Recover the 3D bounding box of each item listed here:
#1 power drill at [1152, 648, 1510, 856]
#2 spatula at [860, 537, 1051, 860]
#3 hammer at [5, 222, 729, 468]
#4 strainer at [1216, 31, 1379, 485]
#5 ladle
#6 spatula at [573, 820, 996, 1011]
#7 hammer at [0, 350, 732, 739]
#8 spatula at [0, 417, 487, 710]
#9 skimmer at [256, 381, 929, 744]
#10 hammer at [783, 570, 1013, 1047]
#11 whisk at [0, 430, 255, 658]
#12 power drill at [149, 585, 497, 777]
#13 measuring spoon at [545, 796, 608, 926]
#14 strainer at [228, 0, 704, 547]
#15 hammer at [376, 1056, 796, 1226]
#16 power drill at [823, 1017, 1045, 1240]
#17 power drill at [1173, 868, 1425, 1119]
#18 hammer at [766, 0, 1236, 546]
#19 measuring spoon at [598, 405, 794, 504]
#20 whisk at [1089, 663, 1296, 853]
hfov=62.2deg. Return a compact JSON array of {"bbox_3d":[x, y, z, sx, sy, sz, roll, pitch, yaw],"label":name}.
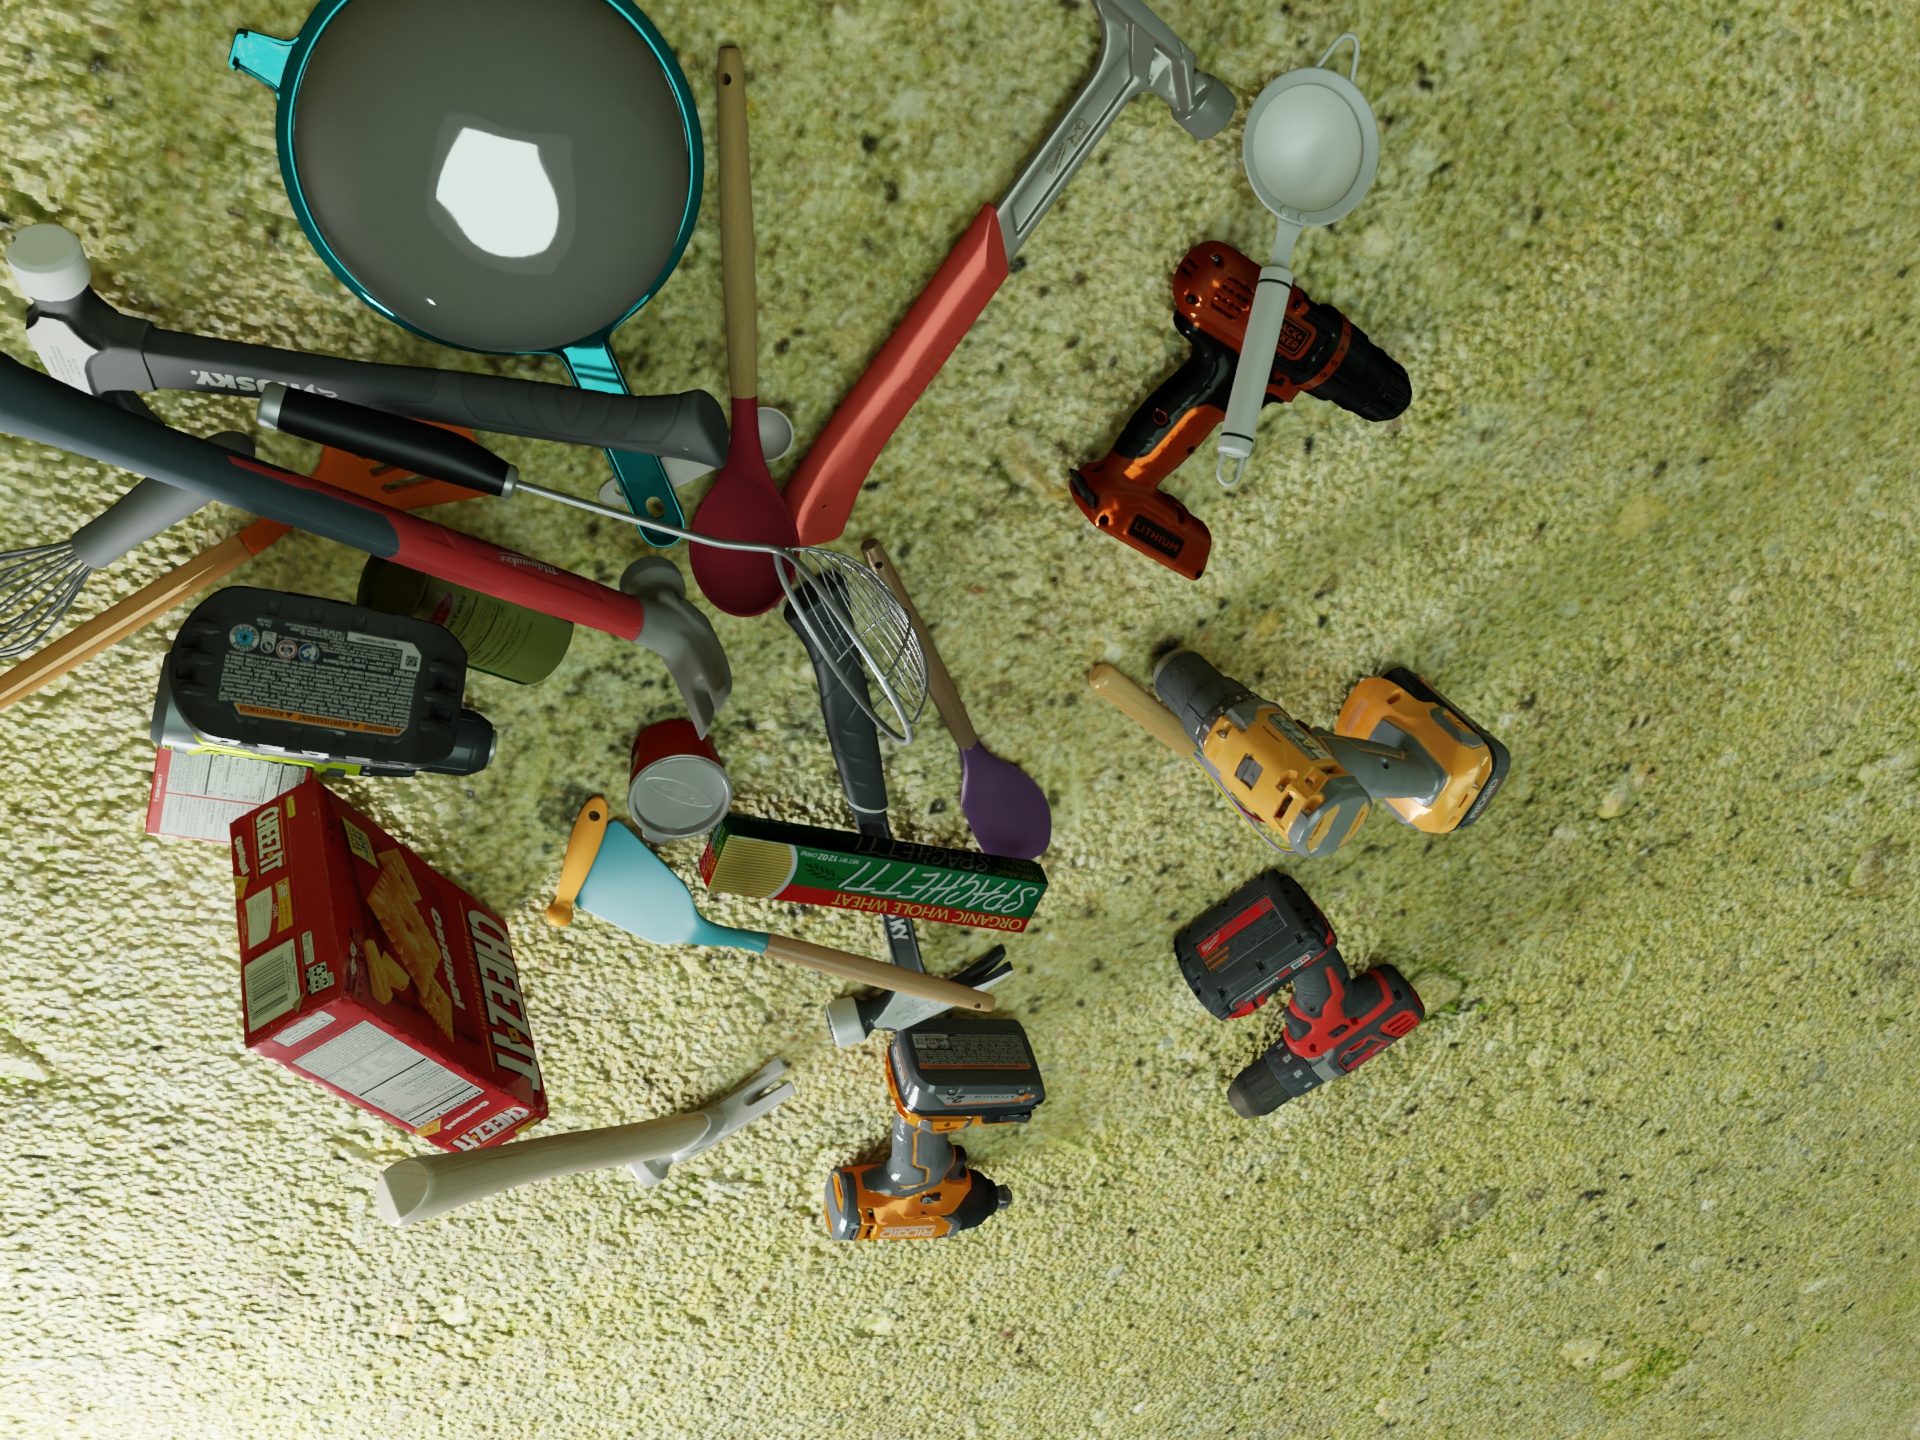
[{"bbox_3d":[0.255,0.012,1.119,0.226,0.186,0.084,-3,128,-39],"label":"power drill"},{"bbox_3d":[-0.002,-0.004,1.099,0.060,0.018,0.315,-26,130,1],"label":"spatula"},{"bbox_3d":[-0.286,-0.164,0.810,0.334,0.035,0.146,7,149,-8],"label":"hammer"},{"bbox_3d":[0.179,-0.259,0.906,0.086,0.050,0.258,14,89,-19],"label":"strainer"},{"bbox_3d":[-0.124,-0.207,0.891,0.069,0.031,0.315,7,119,9],"label":"ladle"},{"bbox_3d":[-0.116,0.157,1.140,0.317,0.044,0.082,20,120,-21],"label":"spatula"},{"bbox_3d":[-0.291,-0.089,0.790,0.386,0.143,0.038,19,115,-37],"label":"hammer"},{"bbox_3d":[-0.413,-0.080,0.874,0.322,0.041,0.080,-35,132,-10],"label":"spatula"},{"bbox_3d":[-0.182,-0.077,0.828,0.363,0.127,0.090,16,91,-18],"label":"skimmer"},{"bbox_3d":[-0.057,0.072,1.127,0.149,0.036,0.408,-16,128,-7],"label":"hammer"},{"bbox_3d":[-0.460,-0.094,0.841,0.239,0.055,0.055,-26,130,20],"label":"whisk"},{"bbox_3d":[-0.343,-0.007,0.881,0.190,0.228,0.080,10,80,-23],"label":"power drill"},{"bbox_3d":[-0.264,0.099,1.092,0.021,0.011,0.116,21,119,-9],"label":"measuring spoon"},{"bbox_3d":[-0.211,-0.218,0.823,0.211,0.095,0.340,-21,126,-2],"label":"strainer"},{"bbox_3d":[-0.246,0.287,1.079,0.146,0.038,0.410,-33,164,8],"label":"hammer"},{"bbox_3d":[-0.009,0.348,1.317,0.164,0.084,0.226,5,127,-22],"label":"power drill"},{"bbox_3d":[0.267,0.241,1.329,0.188,0.080,0.226,-38,130,12],"label":"power drill"},{"bbox_3d":[-0.008,-0.249,0.907,0.149,0.037,0.359,27,113,-31],"label":"hammer"},{"bbox_3d":[-0.158,-0.156,0.945,0.124,0.018,0.034,-20,121,6],"label":"measuring spoon"},{"bbox_3d":[0.184,0.025,1.166,0.244,0.051,0.047,35,116,-28],"label":"whisk"}]
